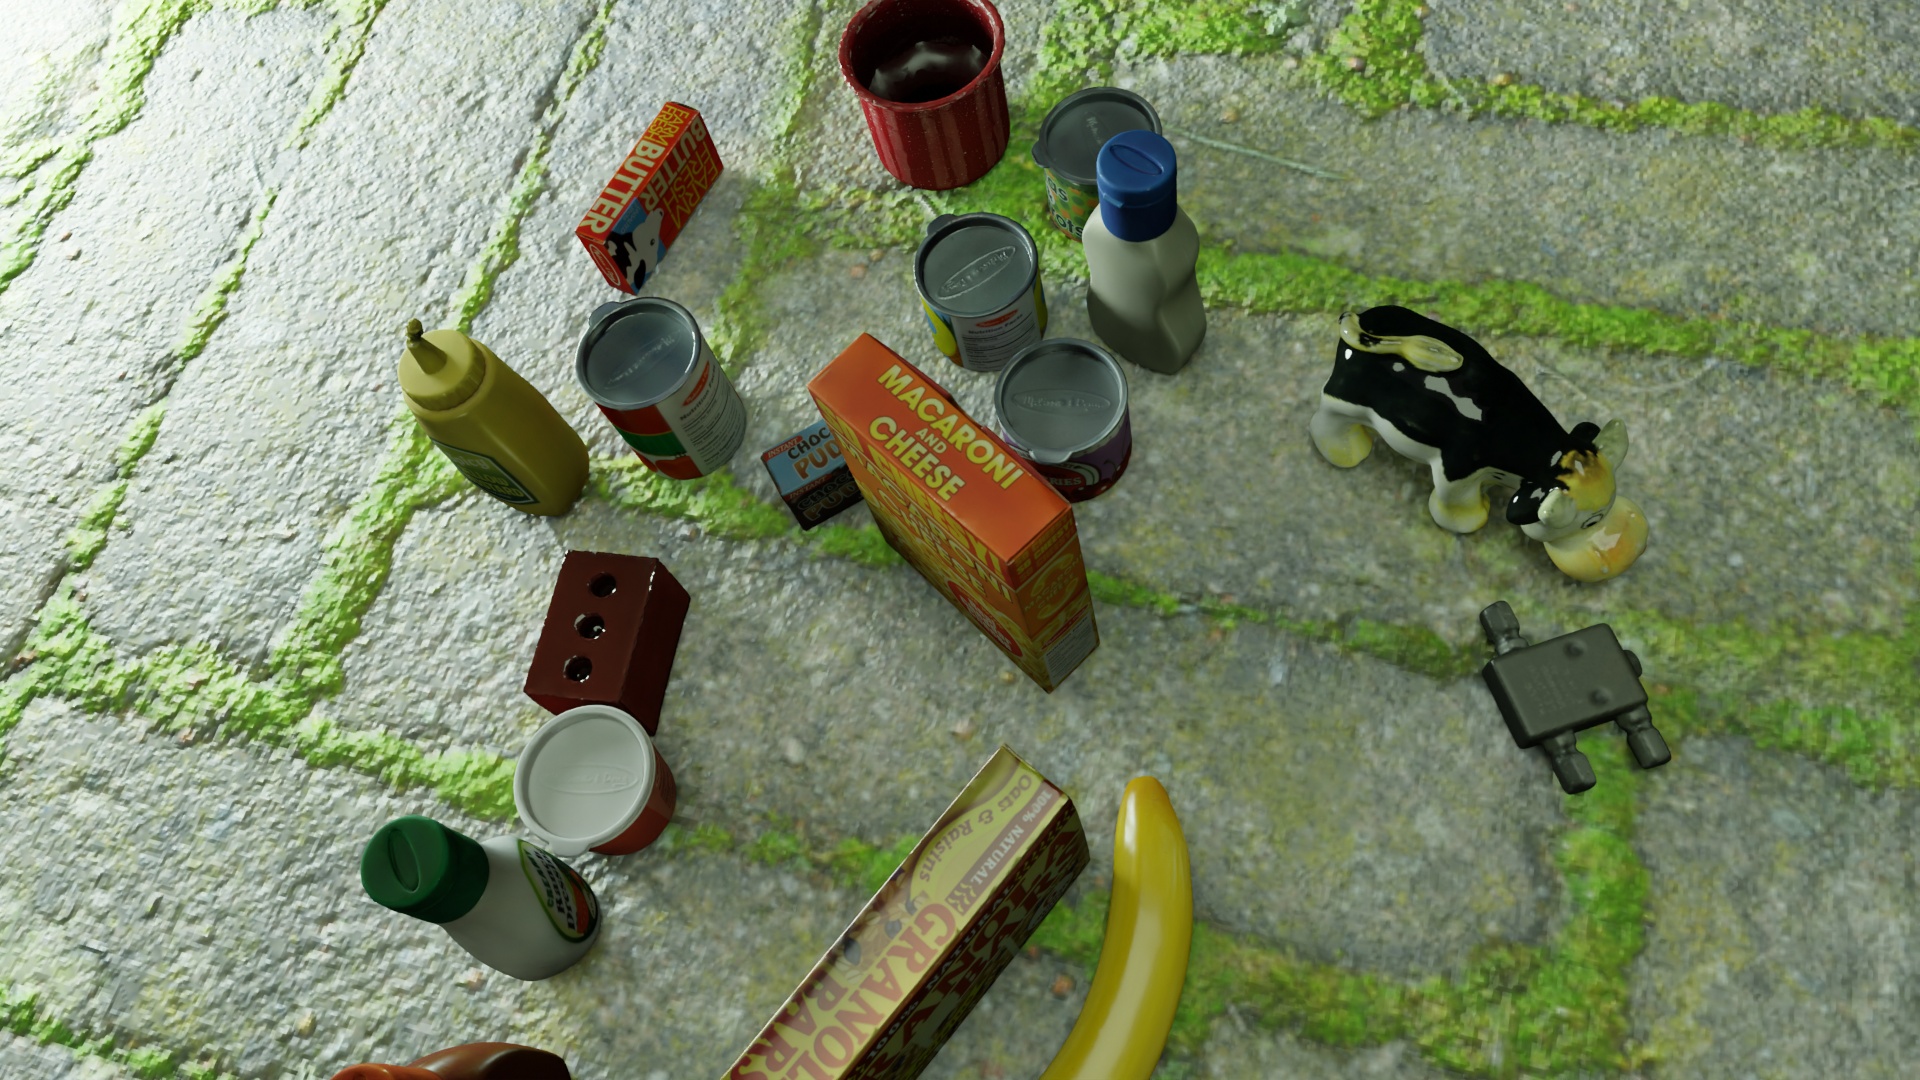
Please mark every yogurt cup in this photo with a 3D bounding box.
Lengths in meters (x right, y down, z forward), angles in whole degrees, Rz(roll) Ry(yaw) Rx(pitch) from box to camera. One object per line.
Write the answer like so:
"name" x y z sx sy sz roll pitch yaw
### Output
"yogurt cup" -0.170 0.118 0.664 0.072 0.053 0.072 -3 65 8

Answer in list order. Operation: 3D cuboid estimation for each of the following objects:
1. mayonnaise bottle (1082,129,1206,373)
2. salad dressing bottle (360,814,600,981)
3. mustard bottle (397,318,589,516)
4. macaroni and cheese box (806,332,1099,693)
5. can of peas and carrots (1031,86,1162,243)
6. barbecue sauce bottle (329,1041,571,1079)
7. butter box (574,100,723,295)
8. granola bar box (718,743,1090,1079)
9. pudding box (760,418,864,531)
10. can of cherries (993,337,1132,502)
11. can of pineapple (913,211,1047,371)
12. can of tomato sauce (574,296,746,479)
"mayonnaise bottle" 0.090 -0.141 0.688 0.065 0.147 0.041 34 76 21
"salad dressing bottle" -0.204 0.153 0.601 0.044 0.147 0.064 -30 65 -4
"mustard bottle" -0.242 -0.065 0.700 0.065 0.159 0.049 16 70 16
"macaroni and cheese box" 0.002 -0.008 0.631 0.040 0.166 0.124 -44 67 -11
"can of peas and carrots" 0.077 -0.205 0.769 0.071 0.058 0.071 -3 65 8
"barbecue sauce bottle" -0.205 0.236 0.564 0.044 0.148 0.065 -5 66 7
"butter box" -0.180 -0.200 0.811 0.024 0.053 0.104 23 71 18
"granola bar box" -0.014 0.173 0.575 0.039 0.123 0.166 36 76 22
"pudding box" -0.057 -0.045 0.722 0.084 0.049 0.030 -29 65 -5
"can of cherries" 0.052 -0.058 0.706 0.071 0.058 0.072 -3 65 8
"can of pineapple" 0.012 -0.134 0.748 0.071 0.057 0.071 -3 65 8
"can of tomato sauce" -0.158 -0.079 0.736 0.071 0.082 0.071 -3 66 8
